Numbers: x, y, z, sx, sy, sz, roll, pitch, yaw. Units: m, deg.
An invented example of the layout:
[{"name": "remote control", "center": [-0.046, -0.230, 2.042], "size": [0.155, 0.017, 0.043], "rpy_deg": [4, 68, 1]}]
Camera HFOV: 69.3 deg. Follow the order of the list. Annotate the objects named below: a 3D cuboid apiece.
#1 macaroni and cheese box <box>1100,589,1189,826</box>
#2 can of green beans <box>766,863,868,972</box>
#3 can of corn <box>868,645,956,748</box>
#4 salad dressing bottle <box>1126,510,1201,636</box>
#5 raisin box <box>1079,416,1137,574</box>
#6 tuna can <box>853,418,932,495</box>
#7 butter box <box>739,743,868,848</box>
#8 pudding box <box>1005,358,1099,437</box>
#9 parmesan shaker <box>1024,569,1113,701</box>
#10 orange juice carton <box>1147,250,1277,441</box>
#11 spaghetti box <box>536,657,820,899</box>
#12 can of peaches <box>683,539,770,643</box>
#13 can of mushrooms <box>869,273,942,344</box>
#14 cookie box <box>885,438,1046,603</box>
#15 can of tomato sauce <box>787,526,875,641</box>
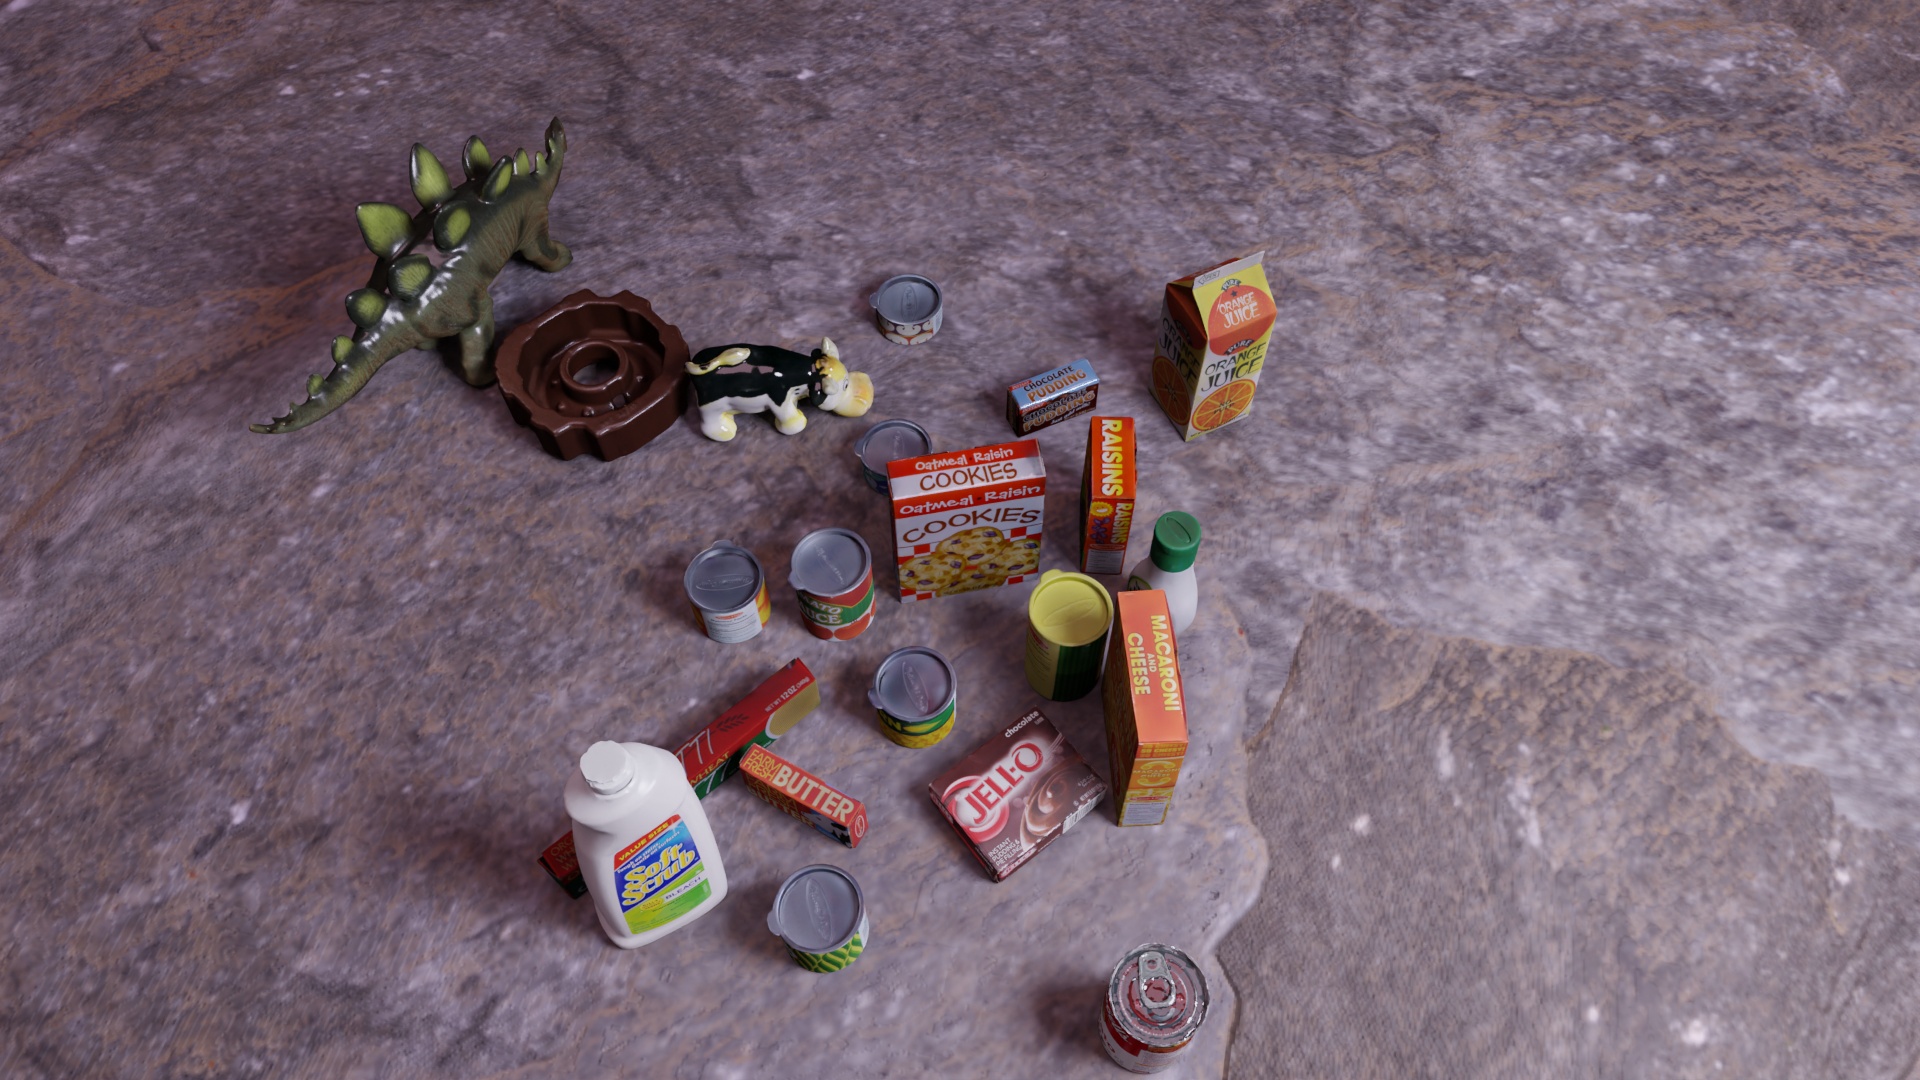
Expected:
[{"name": "macaroni and cheese box", "center": [0.138, 0.130, 1.059], "size": [0.040, 0.165, 0.124], "rpy_deg": [-3, 58, -2]}, {"name": "can of green beans", "center": [-0.102, 0.281, 1.030], "size": [0.071, 0.057, 0.071], "rpy_deg": [0, 58, 0]}, {"name": "can of corn", "center": [-0.039, 0.129, 1.124], "size": [0.071, 0.058, 0.071], "rpy_deg": [0, 58, 0]}, {"name": "salad dressing bottle", "center": [0.168, 0.029, 1.133], "size": [0.044, 0.147, 0.064], "rpy_deg": [-31, 63, -17]}, {"name": "raisin box", "center": [0.126, -0.037, 1.189], "size": [0.040, 0.122, 0.086], "rpy_deg": [3, 58, 2]}, {"name": "tuna can", "center": [-0.061, -0.075, 1.266], "size": [0.071, 0.032, 0.071], "rpy_deg": [0, 58, 0]}, {"name": "butter box", "center": [-0.122, 0.200, 1.083], "size": [0.103, 0.053, 0.024], "rpy_deg": [26, 62, 15]}, {"name": "pudding box", "center": [0.085, -0.133, 1.292], "size": [0.084, 0.049, 0.030], "rpy_deg": [-21, 61, -13]}, {"name": "parmesan shaker", "center": [0.085, 0.078, 1.129], "size": [0.071, 0.102, 0.071], "rpy_deg": [0, 58, 0]}, {"name": "orange juice carton", "center": [0.225, -0.181, 1.238], "size": [0.072, 0.191, 0.073], "rpy_deg": [-23, 61, -13]}, {"name": "spaghetti box", "center": [-0.215, 0.186, 1.094], "size": [0.251, 0.050, 0.029], "rpy_deg": [-38, 65, -21]}, {"name": "can of peaches", "center": [-0.196, 0.044, 1.177], "size": [0.071, 0.057, 0.071], "rpy_deg": [0, 58, 0]}, {"name": "can of mushrooms", "center": [-0.053, -0.226, 1.360], "size": [0.071, 0.033, 0.071], "rpy_deg": [0, 58, 0]}, {"name": "cookie box", "center": [0.004, -0.014, 1.149], "size": [0.123, 0.166, 0.040], "rpy_deg": [-10, 59, -6]}, {"name": "can of tomato sauce", "center": [-0.107, 0.039, 1.165], "size": [0.071, 0.082, 0.071], "rpy_deg": [0, 58, 0]}]
